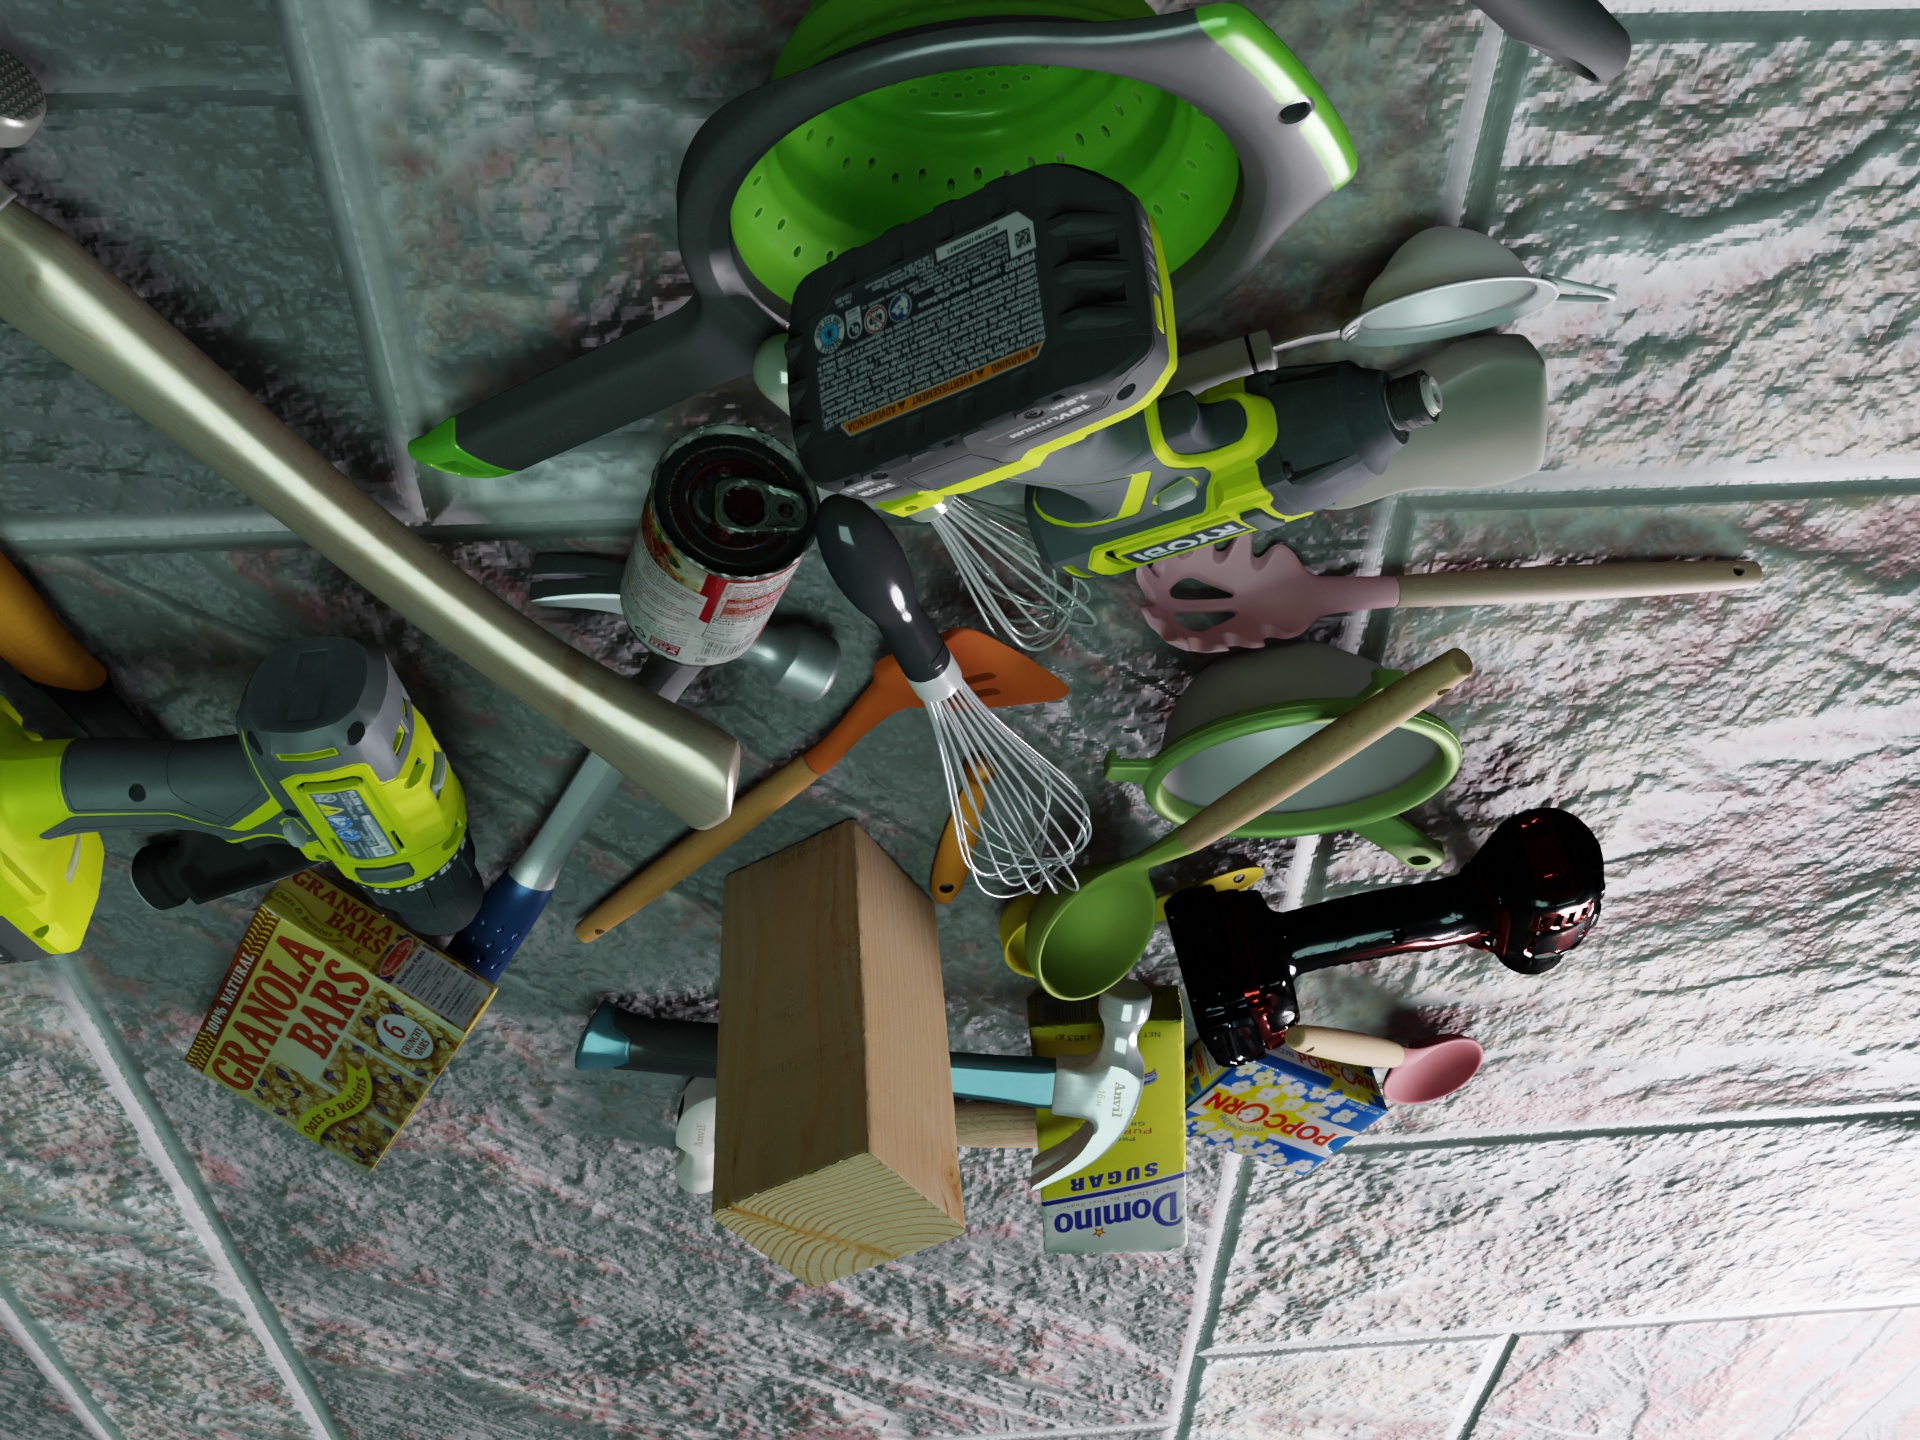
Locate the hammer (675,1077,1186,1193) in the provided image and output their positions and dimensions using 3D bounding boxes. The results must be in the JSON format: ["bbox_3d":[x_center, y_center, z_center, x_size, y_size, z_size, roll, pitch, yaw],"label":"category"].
[{"bbox_3d":[-0.015,0.258,1.025,0.331,0.031,0.130,3,132,-10],"label":"hammer"}]

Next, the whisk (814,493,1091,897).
[{"bbox_3d":[0.000,-0.003,0.714,0.070,0.070,0.284,-18,139,10],"label":"whisk"}]

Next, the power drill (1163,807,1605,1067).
[{"bbox_3d":[0.241,0.124,0.887,0.226,0.080,0.187,-17,154,9],"label":"power drill"}]

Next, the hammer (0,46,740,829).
[{"bbox_3d":[-0.258,-0.075,0.658,0.146,0.038,0.410,-33,121,28],"label":"hammer"}]

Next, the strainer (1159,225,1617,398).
[{"bbox_3d":[0.132,-0.157,0.660,0.258,0.050,0.087,-15,176,15],"label":"strainer"}]

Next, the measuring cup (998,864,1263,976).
[{"bbox_3d":[0.096,0.102,0.907,0.156,0.029,0.062,-17,134,-6],"label":"measuring cup"}]

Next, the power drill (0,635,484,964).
[{"bbox_3d":[-0.339,0.049,0.719,0.228,0.080,0.190,-6,144,-1],"label":"power drill"}]

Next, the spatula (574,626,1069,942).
[{"bbox_3d":[-0.091,0.041,0.813,0.322,0.041,0.081,-36,138,25],"label":"spatula"}]

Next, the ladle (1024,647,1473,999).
[{"bbox_3d":[0.127,0.056,0.748,0.078,0.062,0.320,-5,157,-33],"label":"ladle"}]

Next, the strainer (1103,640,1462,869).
[{"bbox_3d":[0.192,0.017,0.816,0.151,0.069,0.256,-19,152,30],"label":"strainer"}]

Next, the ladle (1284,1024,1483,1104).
[{"bbox_3d":[0.243,0.194,0.924,0.069,0.031,0.315,-39,150,16],"label":"ladle"}]

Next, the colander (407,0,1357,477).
[{"bbox_3d":[-0.063,-0.185,0.584,0.397,0.094,0.204,-14,163,31],"label":"colander"}]

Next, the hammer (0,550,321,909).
[{"bbox_3d":[-0.410,-0.039,0.711,0.127,0.034,0.336,-17,131,10],"label":"hammer"}]

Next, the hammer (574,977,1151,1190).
[{"bbox_3d":[-0.060,0.199,0.926,0.331,0.033,0.128,5,107,3],"label":"hammer"}]

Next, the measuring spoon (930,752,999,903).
[{"bbox_3d":[0.001,0.063,0.862,0.021,0.011,0.116,6,131,-11],"label":"measuring spoon"}]

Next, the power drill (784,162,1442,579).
[{"bbox_3d":[0.060,-0.112,0.576,0.171,0.080,0.223,-15,166,34],"label":"power drill"}]

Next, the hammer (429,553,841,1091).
[{"bbox_3d":[-0.225,0.073,0.831,0.144,0.035,0.405,23,126,-25],"label":"hammer"}]

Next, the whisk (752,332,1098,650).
[{"bbox_3d":[-0.008,-0.089,0.658,0.246,0.059,0.058,34,80,-54],"label":"whisk"}]

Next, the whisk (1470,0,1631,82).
[{"bbox_3d":[0.125,-0.290,0.528,0.295,0.073,0.073,20,127,-29],"label":"whisk"}]

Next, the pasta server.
[{"bbox_3d":[0.235,-0.065,0.756,0.316,0.060,0.040,-3,169,-7],"label":"pasta server"}]
